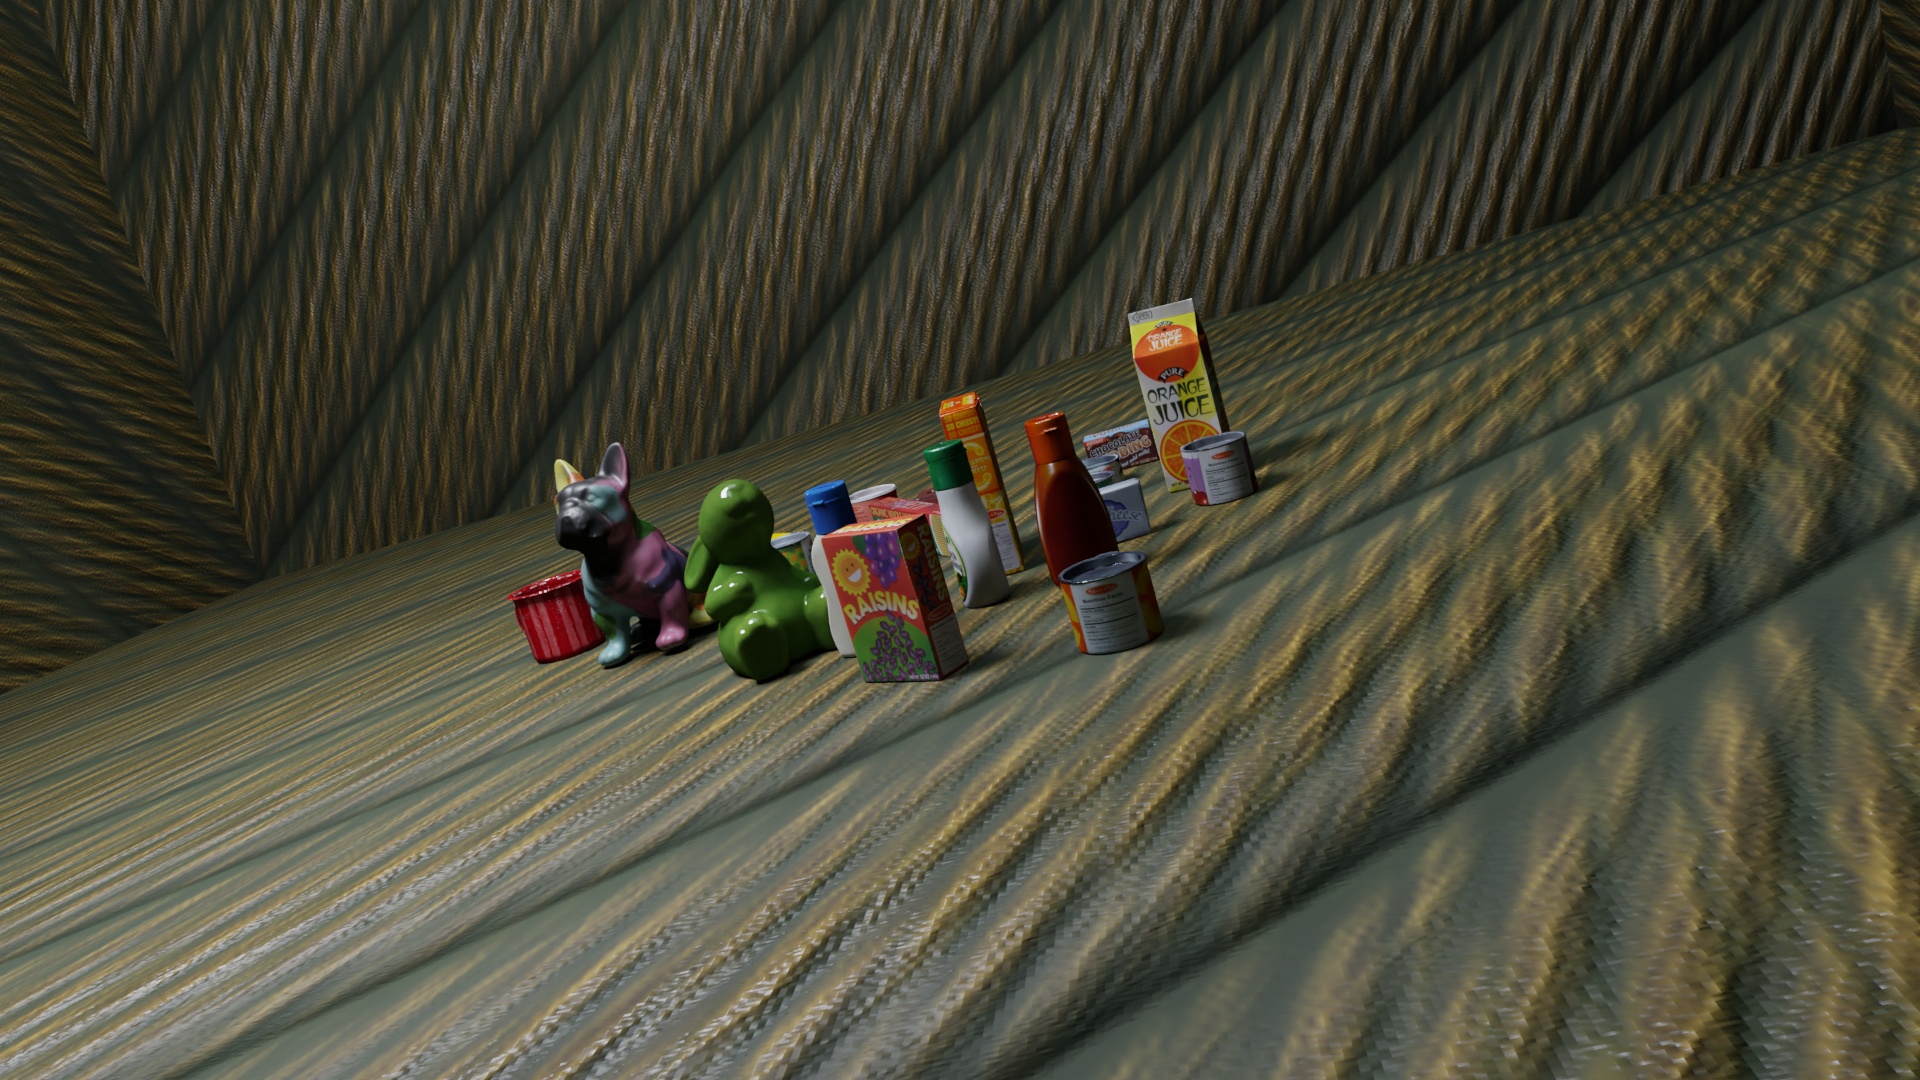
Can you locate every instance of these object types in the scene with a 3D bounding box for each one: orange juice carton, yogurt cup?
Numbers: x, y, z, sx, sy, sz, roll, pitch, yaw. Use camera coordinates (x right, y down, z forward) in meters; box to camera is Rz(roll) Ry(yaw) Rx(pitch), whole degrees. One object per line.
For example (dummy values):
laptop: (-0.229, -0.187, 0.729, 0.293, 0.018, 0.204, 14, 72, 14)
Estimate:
orange juice carton: (0.236, -0.156, 1.476, 0.072, 0.192, 0.073, -13, 11, 18)
yogurt cup: (-0.106, -0.035, 1.728, 0.072, 0.054, 0.072, -16, 11, 3)

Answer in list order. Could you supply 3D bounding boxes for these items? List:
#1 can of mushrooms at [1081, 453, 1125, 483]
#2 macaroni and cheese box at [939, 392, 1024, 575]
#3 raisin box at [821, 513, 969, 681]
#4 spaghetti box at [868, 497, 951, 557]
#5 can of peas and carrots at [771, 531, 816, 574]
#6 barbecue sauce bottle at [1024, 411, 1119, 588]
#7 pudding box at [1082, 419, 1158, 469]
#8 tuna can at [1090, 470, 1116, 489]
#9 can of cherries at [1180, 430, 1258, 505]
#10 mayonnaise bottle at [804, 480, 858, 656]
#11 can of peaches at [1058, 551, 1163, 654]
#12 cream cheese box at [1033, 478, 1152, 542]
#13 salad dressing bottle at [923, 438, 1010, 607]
can of mushrooms: (0.155, -0.075, 1.607, 0.071, 0.033, 0.071, -16, 11, 3)
macaroni and cheese box: (0.022, -0.057, 1.364, 0.040, 0.166, 0.124, -16, 11, 4)
raisin box: (-0.051, 0.046, 1.079, 0.086, 0.123, 0.040, -7, 14, 41)
spaghetti box: (-0.045, -0.016, 1.561, 0.029, 0.050, 0.250, -20, 12, -21)
can of peas and carrots: (-0.191, 0.029, 1.528, 0.071, 0.058, 0.071, -16, 11, 3)
barbecue sauce bottle: (0.093, -0.036, 1.211, 0.065, 0.148, 0.044, -17, 11, -3)
pudding box: (0.195, -0.113, 1.690, 0.084, 0.049, 0.030, -15, 11, 8)
tuna can: (0.136, -0.050, 1.511, 0.071, 0.032, 0.071, -16, 11, 3)
can of cherries: (0.258, -0.072, 1.382, 0.071, 0.058, 0.071, -16, 11, 3)
mayonnaise bottle: (-0.094, 0.024, 1.184, 0.064, 0.147, 0.041, -11, 12, 25)
can of peaches: (0.112, 0.045, 1.022, 0.071, 0.058, 0.071, -16, 11, 3)
cream cheese box: (0.127, -0.019, 1.323, 0.104, 0.053, 0.024, -17, 11, -2)
salad dressing bottle: (0.004, -0.016, 1.237, 0.044, 0.147, 0.064, -17, 11, -4)
